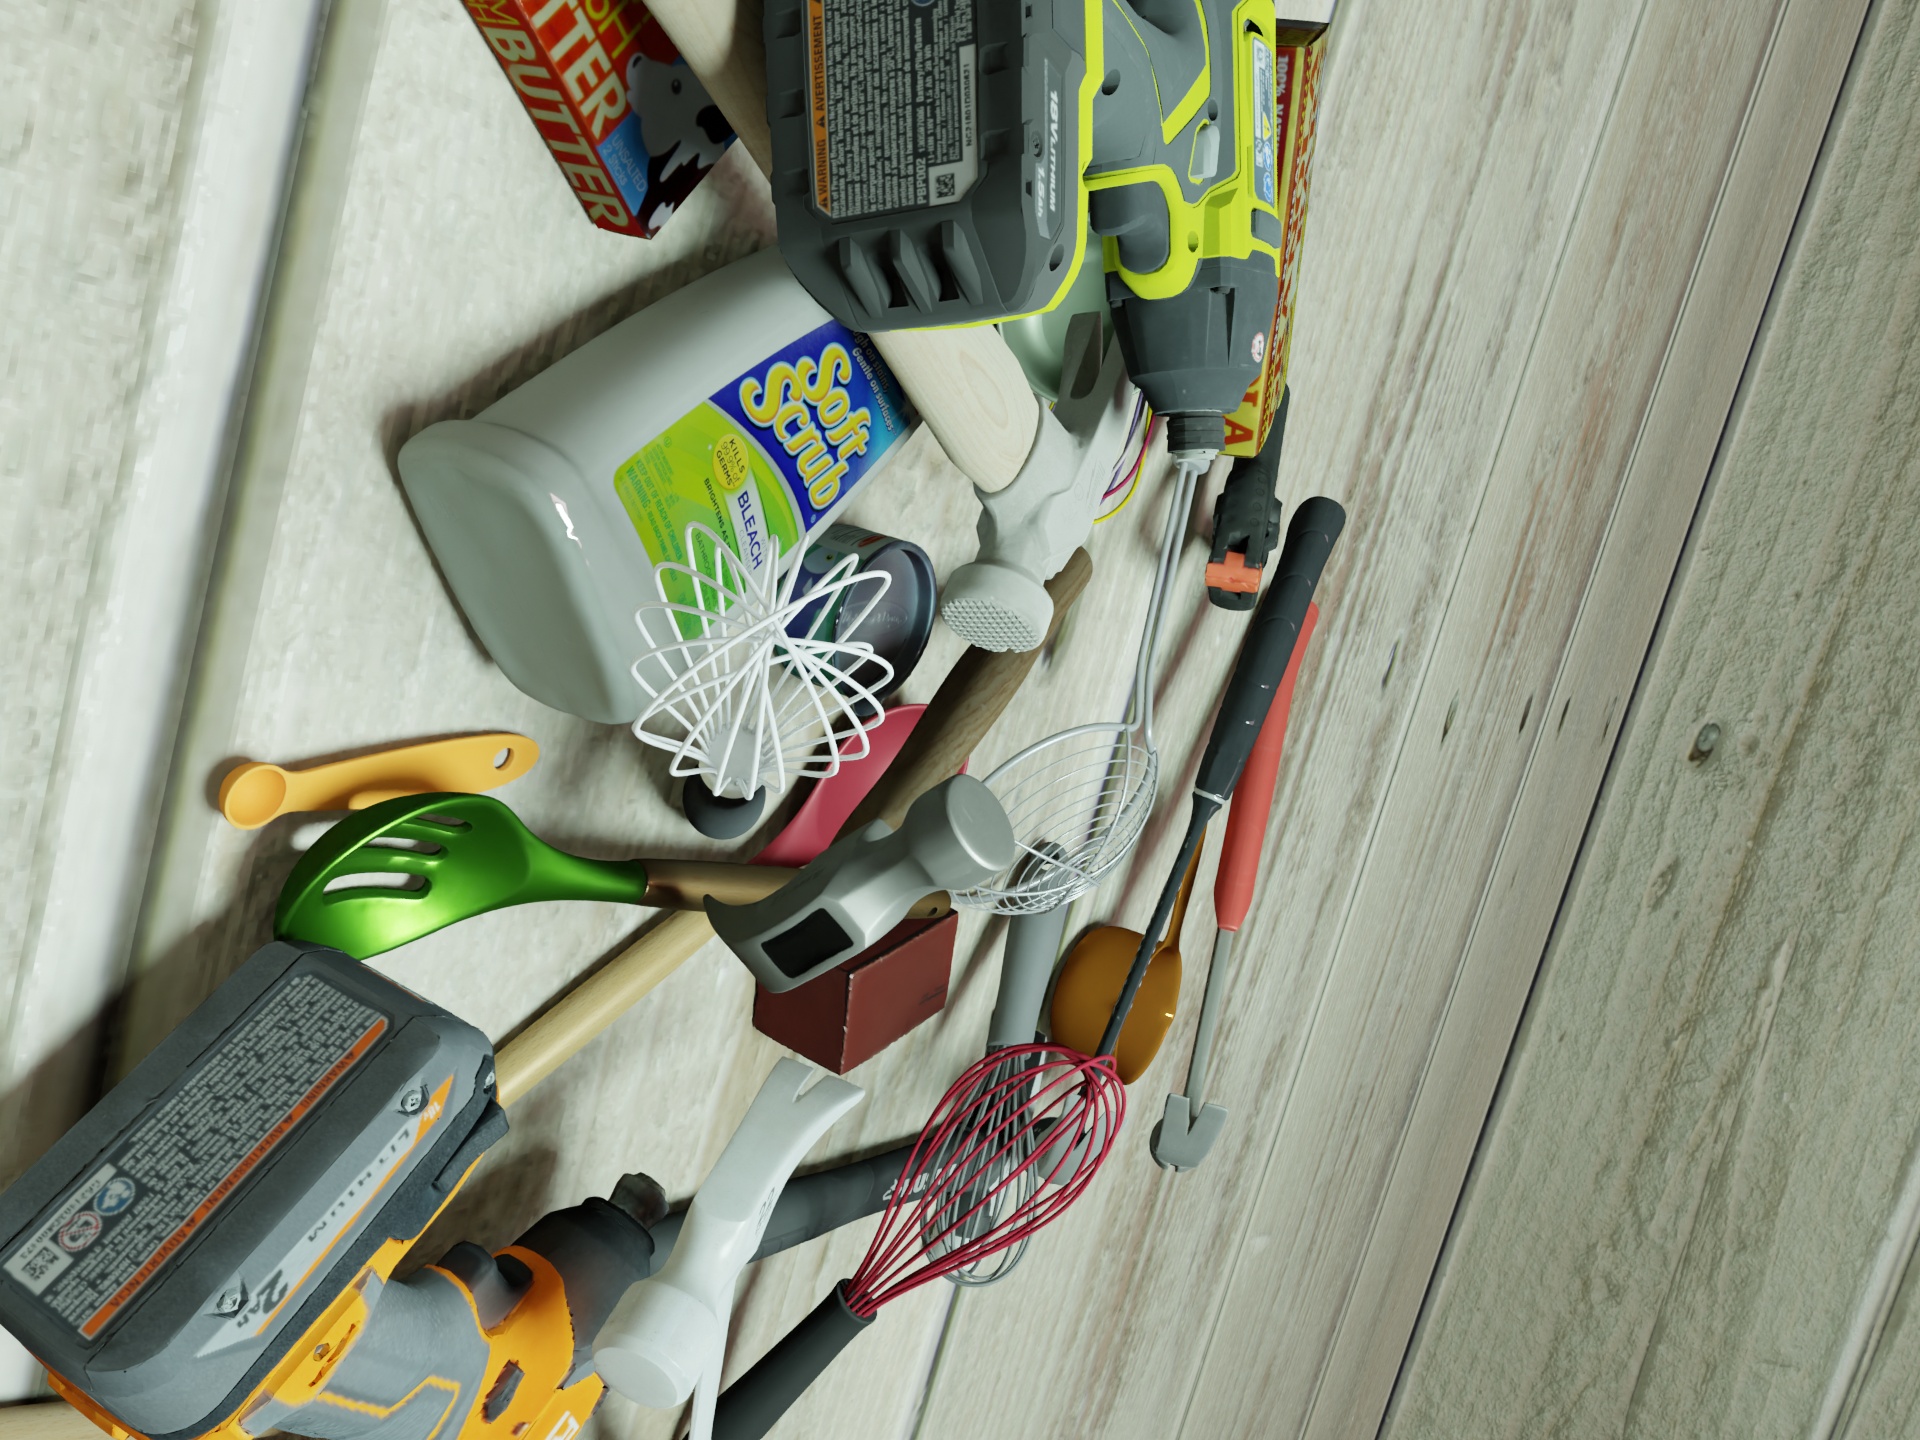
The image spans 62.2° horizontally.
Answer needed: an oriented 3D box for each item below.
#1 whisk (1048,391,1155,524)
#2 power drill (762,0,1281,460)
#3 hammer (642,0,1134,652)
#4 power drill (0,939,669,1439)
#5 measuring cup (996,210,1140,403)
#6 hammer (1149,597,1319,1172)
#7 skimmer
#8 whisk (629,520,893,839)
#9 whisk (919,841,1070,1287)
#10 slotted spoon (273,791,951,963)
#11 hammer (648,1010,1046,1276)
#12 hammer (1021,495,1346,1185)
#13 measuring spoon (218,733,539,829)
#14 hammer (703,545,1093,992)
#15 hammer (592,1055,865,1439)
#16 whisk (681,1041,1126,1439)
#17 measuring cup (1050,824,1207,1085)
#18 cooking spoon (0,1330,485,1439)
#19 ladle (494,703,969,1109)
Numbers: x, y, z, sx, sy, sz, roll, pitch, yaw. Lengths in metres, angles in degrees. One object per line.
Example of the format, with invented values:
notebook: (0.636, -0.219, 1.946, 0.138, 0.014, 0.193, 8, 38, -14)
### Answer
whisk: (0.093, -0.199, 0.743, 0.051, 0.047, 0.245, 68, 44, -73)
power drill: (0.039, -0.170, 0.483, 0.223, 0.080, 0.171, -10, 99, -59)
hammer: (-0.054, -0.188, 0.439, 0.410, 0.038, 0.146, 47, 55, -47)
power drill: (-0.164, 0.167, 0.478, 0.164, 0.084, 0.226, -51, 150, -33)
measuring cup: (0.069, -0.211, 0.656, 0.038, 0.083, 0.167, -37, 146, -76)
hammer: (0.165, 0.078, 0.933, 0.149, 0.037, 0.359, 86, 19, -64)
skimmer: (0.076, -0.076, 0.803, 0.127, 0.090, 0.363, 30, 72, -56)
whisk: (-0.065, 0.005, 0.477, 0.070, 0.070, 0.284, -60, -177, -15)
whisk: (0.027, 0.164, 0.797, 0.055, 0.055, 0.239, 66, 32, -51)
slotted spoon: (-0.099, 0.060, 0.564, 0.070, 0.031, 0.313, -51, 148, 18)
hammer: (-0.057, 0.224, 0.762, 0.334, 0.035, 0.146, 9, 101, -59)
hammer: (0.128, 0.054, 0.861, 0.149, 0.036, 0.409, 102, 13, -72)
measuring spoon: (-0.171, 0.015, 0.477, 0.117, 0.011, 0.021, -10, 123, -60)
hammer: (-0.001, -0.002, 0.608, 0.031, 0.130, 0.331, 52, 28, -10)
hammer: (-0.105, 0.303, 0.649, 0.144, 0.035, 0.405, -57, 164, -50)
whisk: (-0.034, 0.245, 0.705, 0.296, 0.073, 0.073, -48, 154, 16)
measuring cup: (0.103, 0.126, 0.950, 0.095, 0.052, 0.173, 23, 83, -62)
cooking spoon: (-0.223, 0.218, 0.504, 0.318, 0.017, 0.069, 33, 78, -60)
ladle: (-0.104, 0.082, 0.608, 0.315, 0.031, 0.069, -39, 132, -39)
